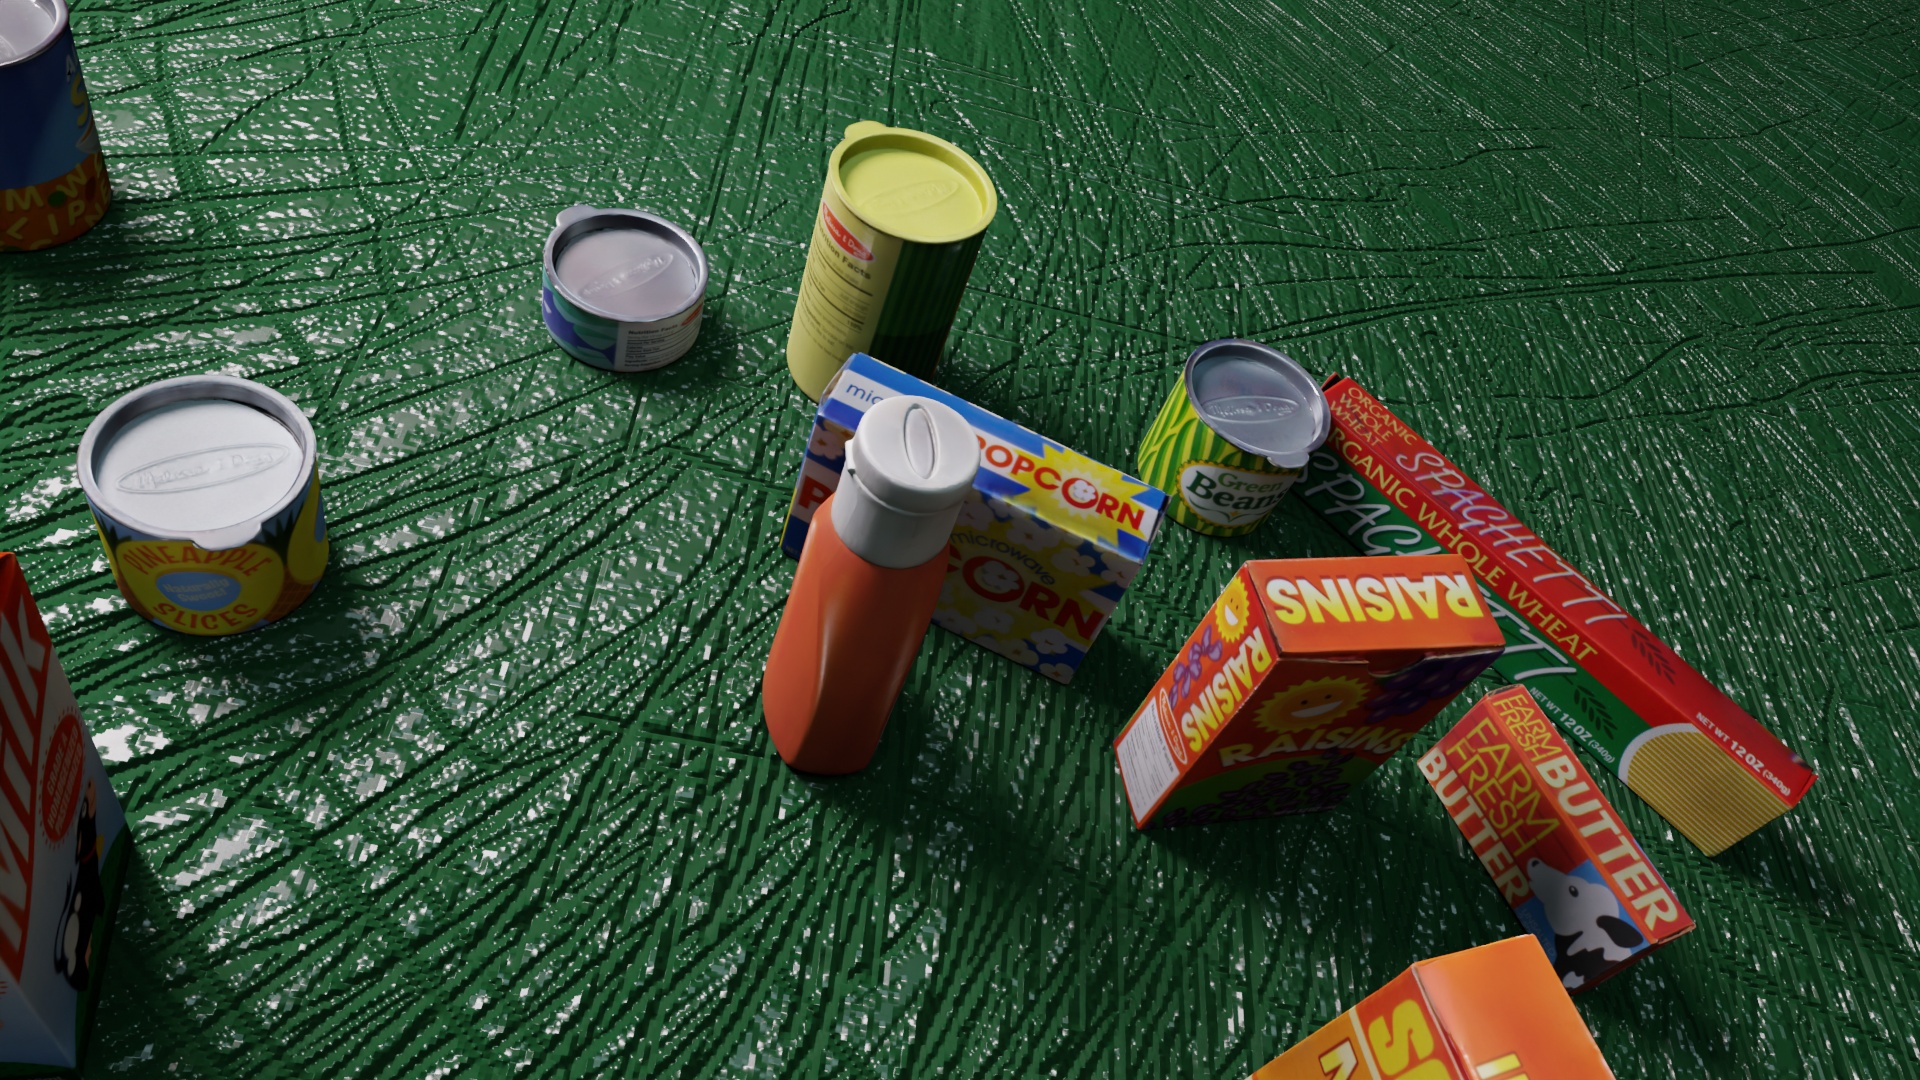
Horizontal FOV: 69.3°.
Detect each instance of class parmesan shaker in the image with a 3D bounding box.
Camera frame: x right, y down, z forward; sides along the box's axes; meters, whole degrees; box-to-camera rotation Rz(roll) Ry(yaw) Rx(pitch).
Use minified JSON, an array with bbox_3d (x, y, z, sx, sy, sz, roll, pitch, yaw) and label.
[{"bbox_3d":[-0.032,-0.109,0.571,0.071,0.102,0.072,9,51,-12],"label":"parmesan shaker"}]

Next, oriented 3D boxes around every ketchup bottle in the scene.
[{"bbox_3d":[-0.031,0.015,0.445,0.043,0.148,0.065,4,53,-16],"label":"ketchup bottle"}]

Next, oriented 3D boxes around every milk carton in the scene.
[{"bbox_3d":[-0.247,0.060,0.310,0.072,0.189,0.074,2,53,-17],"label":"milk carton"}]

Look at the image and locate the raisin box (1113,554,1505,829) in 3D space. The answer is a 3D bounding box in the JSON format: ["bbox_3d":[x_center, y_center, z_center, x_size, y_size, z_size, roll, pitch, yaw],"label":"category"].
[{"bbox_3d":[0.115,0.055,0.481,0.086,0.122,0.040,0,54,-19],"label":"raisin box"}]

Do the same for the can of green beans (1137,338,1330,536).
[{"bbox_3d":[0.117,-0.044,0.601,0.071,0.057,0.071,9,51,-12],"label":"can of green beans"}]

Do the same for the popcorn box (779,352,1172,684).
[{"bbox_3d":[0.002,-0.006,0.515,0.127,0.084,0.038,25,50,1],"label":"popcorn box"}]

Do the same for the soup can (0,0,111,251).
[{"bbox_3d":[-0.356,-0.160,0.513,0.071,0.083,0.072,9,51,-12],"label":"soup can"}]

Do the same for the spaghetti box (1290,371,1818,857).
[{"bbox_3d":[0.237,0.028,0.592,0.029,0.050,0.250,-33,69,-35],"label":"spaghetti box"}]

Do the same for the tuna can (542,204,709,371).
[{"bbox_3d":[-0.141,-0.105,0.577,0.071,0.032,0.071,9,51,-12],"label":"tuna can"}]

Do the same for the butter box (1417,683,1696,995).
[{"bbox_3d":[0.218,0.111,0.519,0.024,0.052,0.104,-12,58,-26],"label":"butter box"}]

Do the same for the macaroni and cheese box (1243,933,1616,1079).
[{"bbox_3d":[0.113,0.190,0.348,0.040,0.165,0.124,-7,56,-23],"label":"macaroni and cheese box"}]

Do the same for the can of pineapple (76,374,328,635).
[{"bbox_3d":[-0.243,-0.009,0.451,0.071,0.057,0.071,9,51,-12],"label":"can of pineapple"}]
